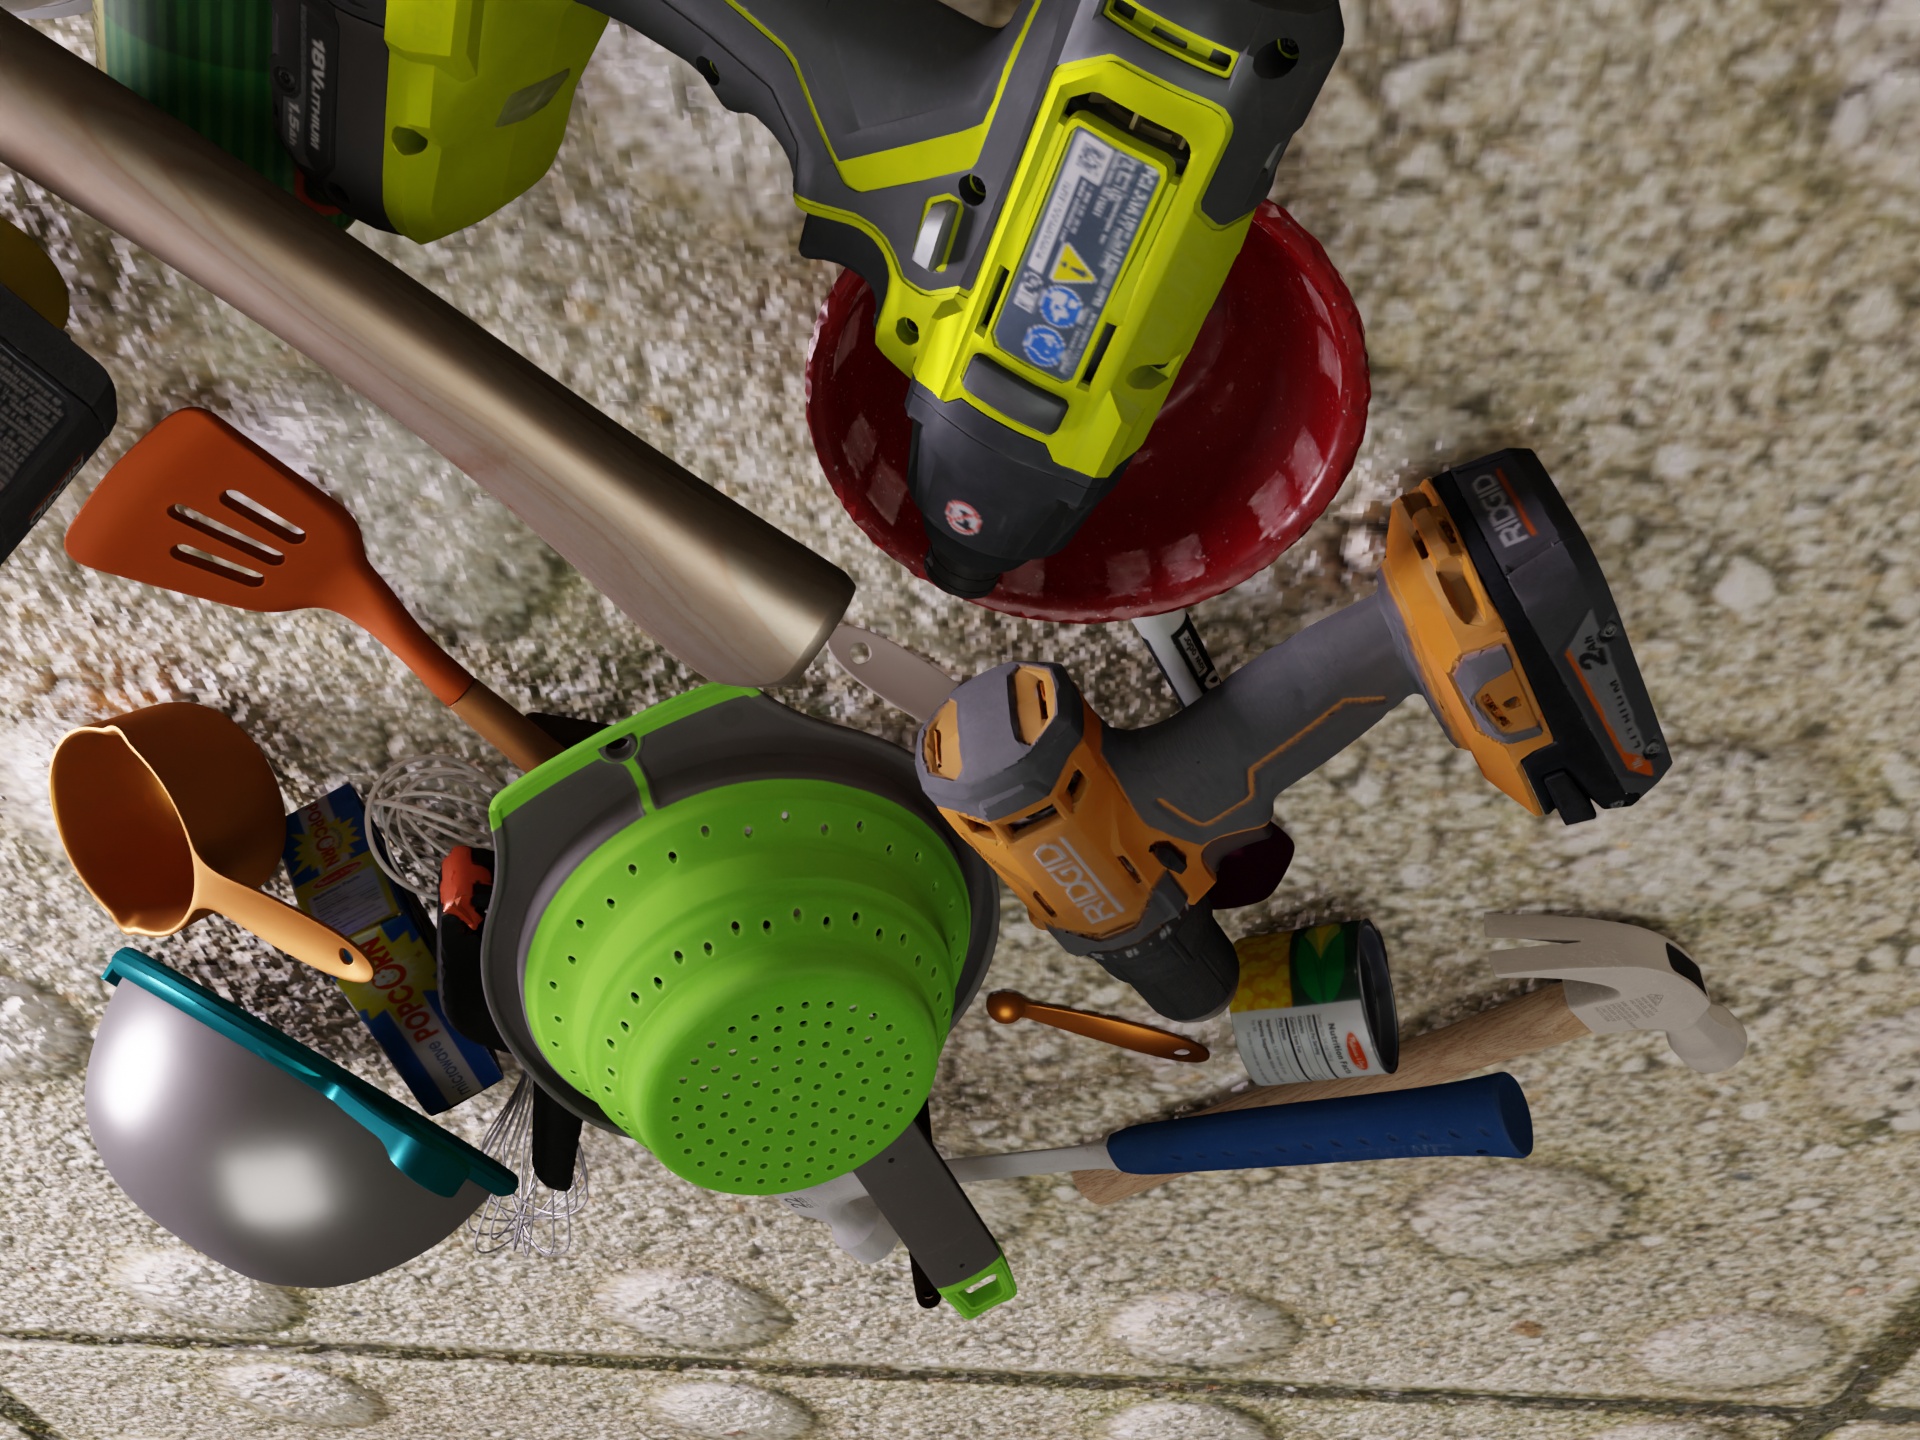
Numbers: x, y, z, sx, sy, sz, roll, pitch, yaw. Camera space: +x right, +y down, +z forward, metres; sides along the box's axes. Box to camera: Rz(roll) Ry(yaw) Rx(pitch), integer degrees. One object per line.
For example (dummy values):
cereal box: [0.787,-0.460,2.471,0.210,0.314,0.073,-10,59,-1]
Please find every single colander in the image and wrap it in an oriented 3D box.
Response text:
colander: [-0.044,0.167,0.648,0.204,0.095,0.396,-27,127,-1]

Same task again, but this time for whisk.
whisk: [-0.148,0.086,0.695,0.246,0.059,0.058,34,146,-33]
whisk: [-0.209,0.187,0.800,0.070,0.070,0.284,13,131,-8]

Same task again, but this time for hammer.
hammer: [0.065,0.209,0.772,0.405,0.035,0.143,-16,132,32]
hammer: [-0.197,-0.139,0.367,0.410,0.038,0.146,33,134,-12]
hammer: [0.190,0.176,0.769,0.331,0.031,0.130,-29,127,30]

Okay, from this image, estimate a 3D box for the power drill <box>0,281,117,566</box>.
power drill: [-0.358,-0.079,0.493,0.226,0.084,0.164,-9,138,39]

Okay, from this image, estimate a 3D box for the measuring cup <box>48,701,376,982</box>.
measuring cup: [-0.276,0.052,0.619,0.174,0.052,0.095,23,118,20]

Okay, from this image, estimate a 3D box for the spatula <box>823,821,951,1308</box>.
spatula: [-0.026,0.168,0.728,0.060,0.018,0.315,-4,125,1]

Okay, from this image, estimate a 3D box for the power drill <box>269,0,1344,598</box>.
power drill: [-0.046,-0.136,0.378,0.223,0.080,0.171,30,132,5]

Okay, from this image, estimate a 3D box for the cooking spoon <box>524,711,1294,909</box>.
cooking spoon: [-0.019,0.034,0.649,0.319,0.017,0.068,11,130,-6]

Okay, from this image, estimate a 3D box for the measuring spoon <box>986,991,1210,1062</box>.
measuring spoon: [0.067,0.152,0.769,0.117,0.011,0.021,16,135,-12]

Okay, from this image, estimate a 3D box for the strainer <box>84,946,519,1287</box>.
strainer: [-0.283,0.192,0.671,0.210,0.095,0.340,40,157,-23]

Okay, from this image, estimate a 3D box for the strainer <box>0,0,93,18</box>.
strainer: [-0.321,-0.208,0.413,0.258,0.050,0.086,-1,150,10]

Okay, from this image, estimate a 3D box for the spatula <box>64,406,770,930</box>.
spatula: [-0.173,0.010,0.603,0.081,0.041,0.322,-38,114,21]

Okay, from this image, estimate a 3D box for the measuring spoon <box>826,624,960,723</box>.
measuring spoon: [-0.001,-0.002,0.613,0.124,0.034,0.018,32,174,-18]

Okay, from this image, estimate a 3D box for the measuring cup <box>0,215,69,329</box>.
measuring cup: [-0.298,-0.161,0.446,0.062,0.029,0.156,15,146,1]

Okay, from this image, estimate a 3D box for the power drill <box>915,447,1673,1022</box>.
power drill: [0.123,0.023,0.564,0.226,0.084,0.185,-25,130,17]
